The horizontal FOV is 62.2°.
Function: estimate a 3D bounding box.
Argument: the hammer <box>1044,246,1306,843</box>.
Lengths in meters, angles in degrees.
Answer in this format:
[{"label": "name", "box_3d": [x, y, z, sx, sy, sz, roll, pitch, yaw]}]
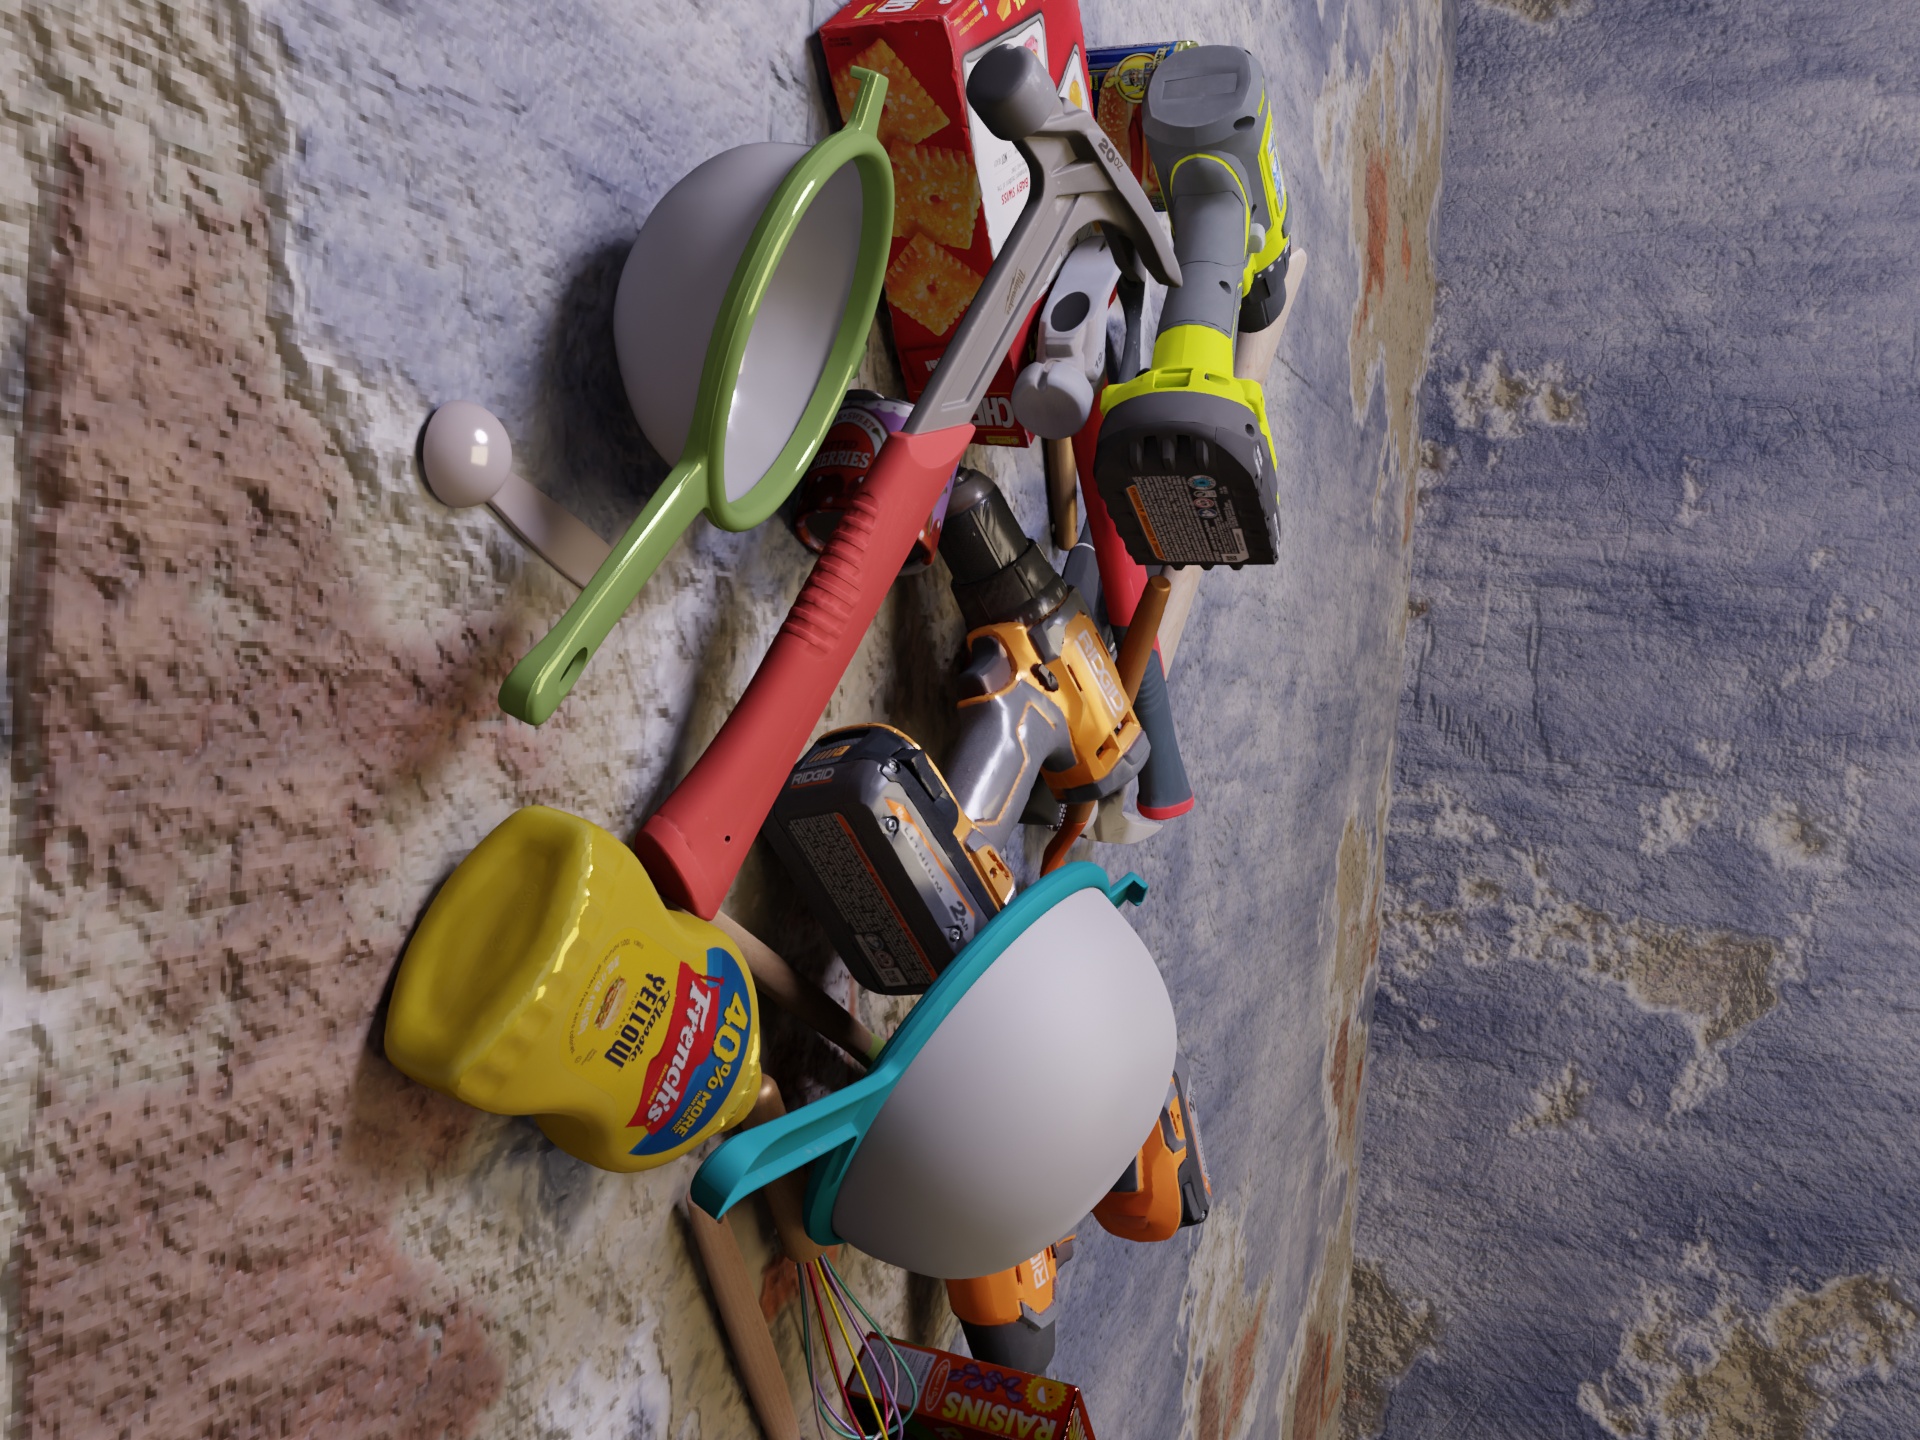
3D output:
[{"label": "hammer", "box_3d": [0.157, -0.115, 1.069, 0.146, 0.038, 0.410, 13, 96, -62]}]

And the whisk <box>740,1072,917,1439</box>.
[{"label": "whisk", "box_3d": [-0.065, 0.268, 0.758, 0.047, 0.051, 0.244, -101, 178, -63]}]

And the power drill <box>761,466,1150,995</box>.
[{"label": "power drill", "box_3d": [-0.001, -0.002, 0.767, 0.226, 0.084, 0.185, -49, 118, -44]}]

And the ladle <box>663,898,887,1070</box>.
[{"label": "ladle", "box_3d": [-0.050, 0.151, 0.765, 0.078, 0.062, 0.319, -61, 148, -17]}]

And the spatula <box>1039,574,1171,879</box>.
[{"label": "spatula", "box_3d": [0.083, 0.041, 0.937, 0.081, 0.041, 0.322, -75, 179, -45]}]

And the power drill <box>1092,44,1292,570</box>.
[{"label": "power drill", "box_3d": [0.131, -0.197, 0.820, 0.190, 0.080, 0.229, 51, 45, -62]}]

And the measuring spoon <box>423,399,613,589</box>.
[{"label": "measuring spoon", "box_3d": [-0.139, -0.069, 0.546, 0.124, 0.018, 0.034, 47, 52, -62]}]

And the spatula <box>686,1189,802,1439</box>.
[{"label": "spatula", "box_3d": [-0.088, 0.327, 0.759, 0.060, 0.018, 0.315, -62, 150, -49]}]

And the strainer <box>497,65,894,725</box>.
[{"label": "strainer", "box_3d": [-0.106, -0.109, 0.557, 0.151, 0.069, 0.256, 102, 14, -59]}]

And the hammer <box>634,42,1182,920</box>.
[{"label": "hammer", "box_3d": [-0.024, -0.082, 0.652, 0.149, 0.037, 0.359, 37, 78, -52]}]

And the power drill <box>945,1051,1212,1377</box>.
[{"label": "power drill", "box_3d": [0.069, 0.306, 0.983, 0.226, 0.084, 0.164, -15, 95, -53]}]

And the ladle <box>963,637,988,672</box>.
[{"label": "ladle", "box_3d": [0.060, -0.023, 1.024, 0.315, 0.031, 0.069, 6, 87, -69]}]

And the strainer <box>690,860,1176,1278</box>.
[{"label": "strainer", "box_3d": [0.009, 0.172, 0.654, 0.211, 0.095, 0.340, -58, 161, 10]}]

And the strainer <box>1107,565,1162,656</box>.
[{"label": "strainer", "box_3d": [0.152, -0.164, 1.119, 0.087, 0.050, 0.258, -109, -152, -69]}]

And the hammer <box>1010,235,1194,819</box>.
[{"label": "hammer", "box_3d": [0.100, -0.084, 0.918, 0.385, 0.038, 0.143, 72, 31, -46]}]

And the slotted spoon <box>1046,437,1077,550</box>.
[{"label": "slotted spoon", "box_3d": [0.057, -0.251, 0.966, 0.070, 0.031, 0.313, -55, 145, -55]}]

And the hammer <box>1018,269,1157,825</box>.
[{"label": "hammer", "box_3d": [0.080, -0.113, 0.978, 0.149, 0.036, 0.409, 72, 27, -54]}]
